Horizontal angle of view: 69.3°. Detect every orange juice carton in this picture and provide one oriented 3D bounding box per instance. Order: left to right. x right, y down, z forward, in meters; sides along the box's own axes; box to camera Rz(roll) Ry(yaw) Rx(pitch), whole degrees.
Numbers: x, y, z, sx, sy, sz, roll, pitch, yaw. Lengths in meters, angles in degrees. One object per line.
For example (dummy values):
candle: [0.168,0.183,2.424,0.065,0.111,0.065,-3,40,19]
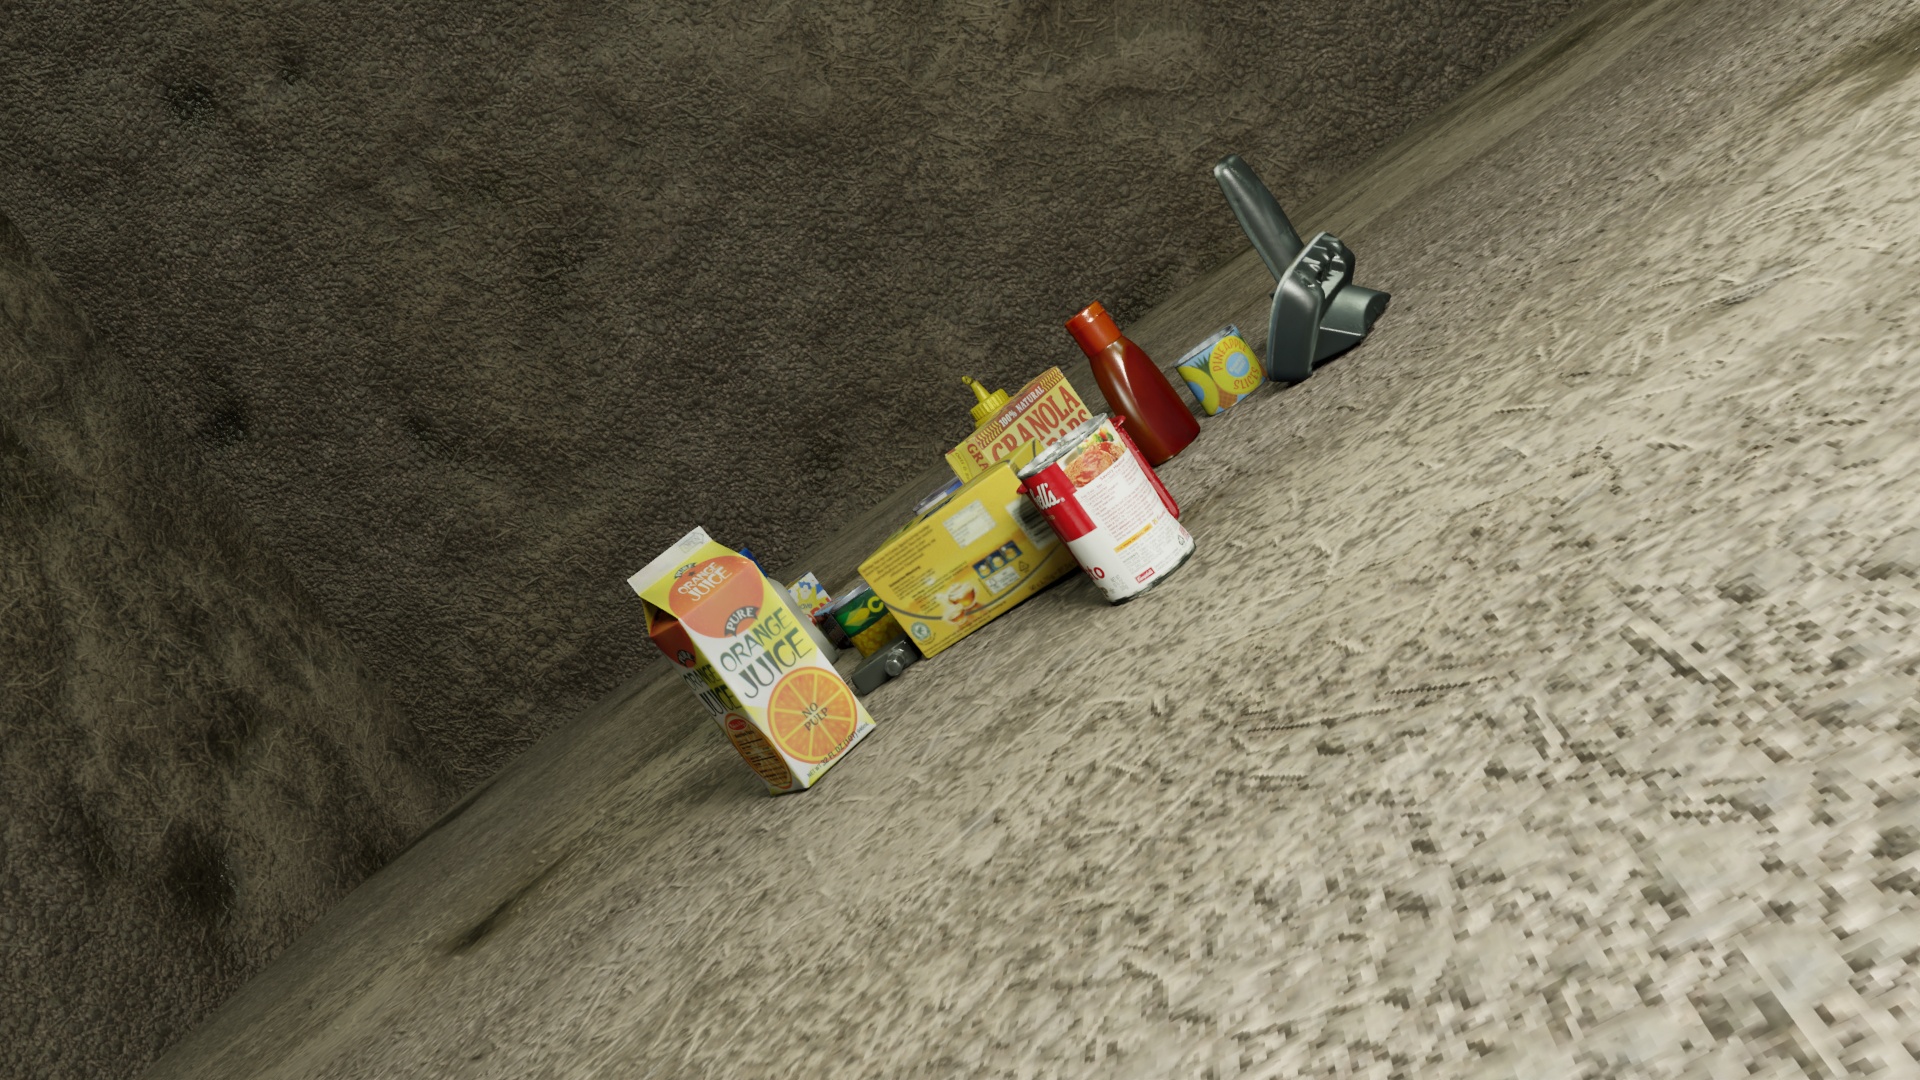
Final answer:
orange juice carton: [-0.154,0.085,0.997,0.072,0.192,0.073,-40,7,-32]

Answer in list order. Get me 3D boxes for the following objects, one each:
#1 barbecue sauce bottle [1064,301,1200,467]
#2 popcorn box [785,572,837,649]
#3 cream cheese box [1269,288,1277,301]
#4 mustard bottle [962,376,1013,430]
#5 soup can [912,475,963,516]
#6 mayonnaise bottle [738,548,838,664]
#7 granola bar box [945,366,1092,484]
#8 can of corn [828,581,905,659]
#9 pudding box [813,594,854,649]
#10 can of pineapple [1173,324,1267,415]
barbecue sauce bottle: [0.148,-0.139,1.215,0.043,0.148,0.065,-30,9,47]
popcorn box: [-0.186,0.104,1.489,0.127,0.085,0.038,-41,8,-36]
cream cheese box: [0.320,-0.214,1.276,0.024,0.053,0.104,-36,7,2]
mustard bottle: [0.054,-0.098,1.348,0.065,0.160,0.049,-32,8,36]
soup can: [0.005,-0.017,1.371,0.071,0.083,0.071,-36,6,5]
mayonnaise bottle: [-0.189,0.076,1.426,0.041,0.148,0.064,-41,8,-37]
granola bar box: [0.070,-0.061,1.168,0.039,0.124,0.166,-31,8,38]
can of corn: [-0.078,0.069,1.301,0.071,0.058,0.071,-36,6,5]
pudding box: [-0.117,0.083,1.438,0.030,0.049,0.083,-39,7,-22]
can of pineapple: [0.237,-0.155,1.262,0.071,0.058,0.071,-36,6,5]
